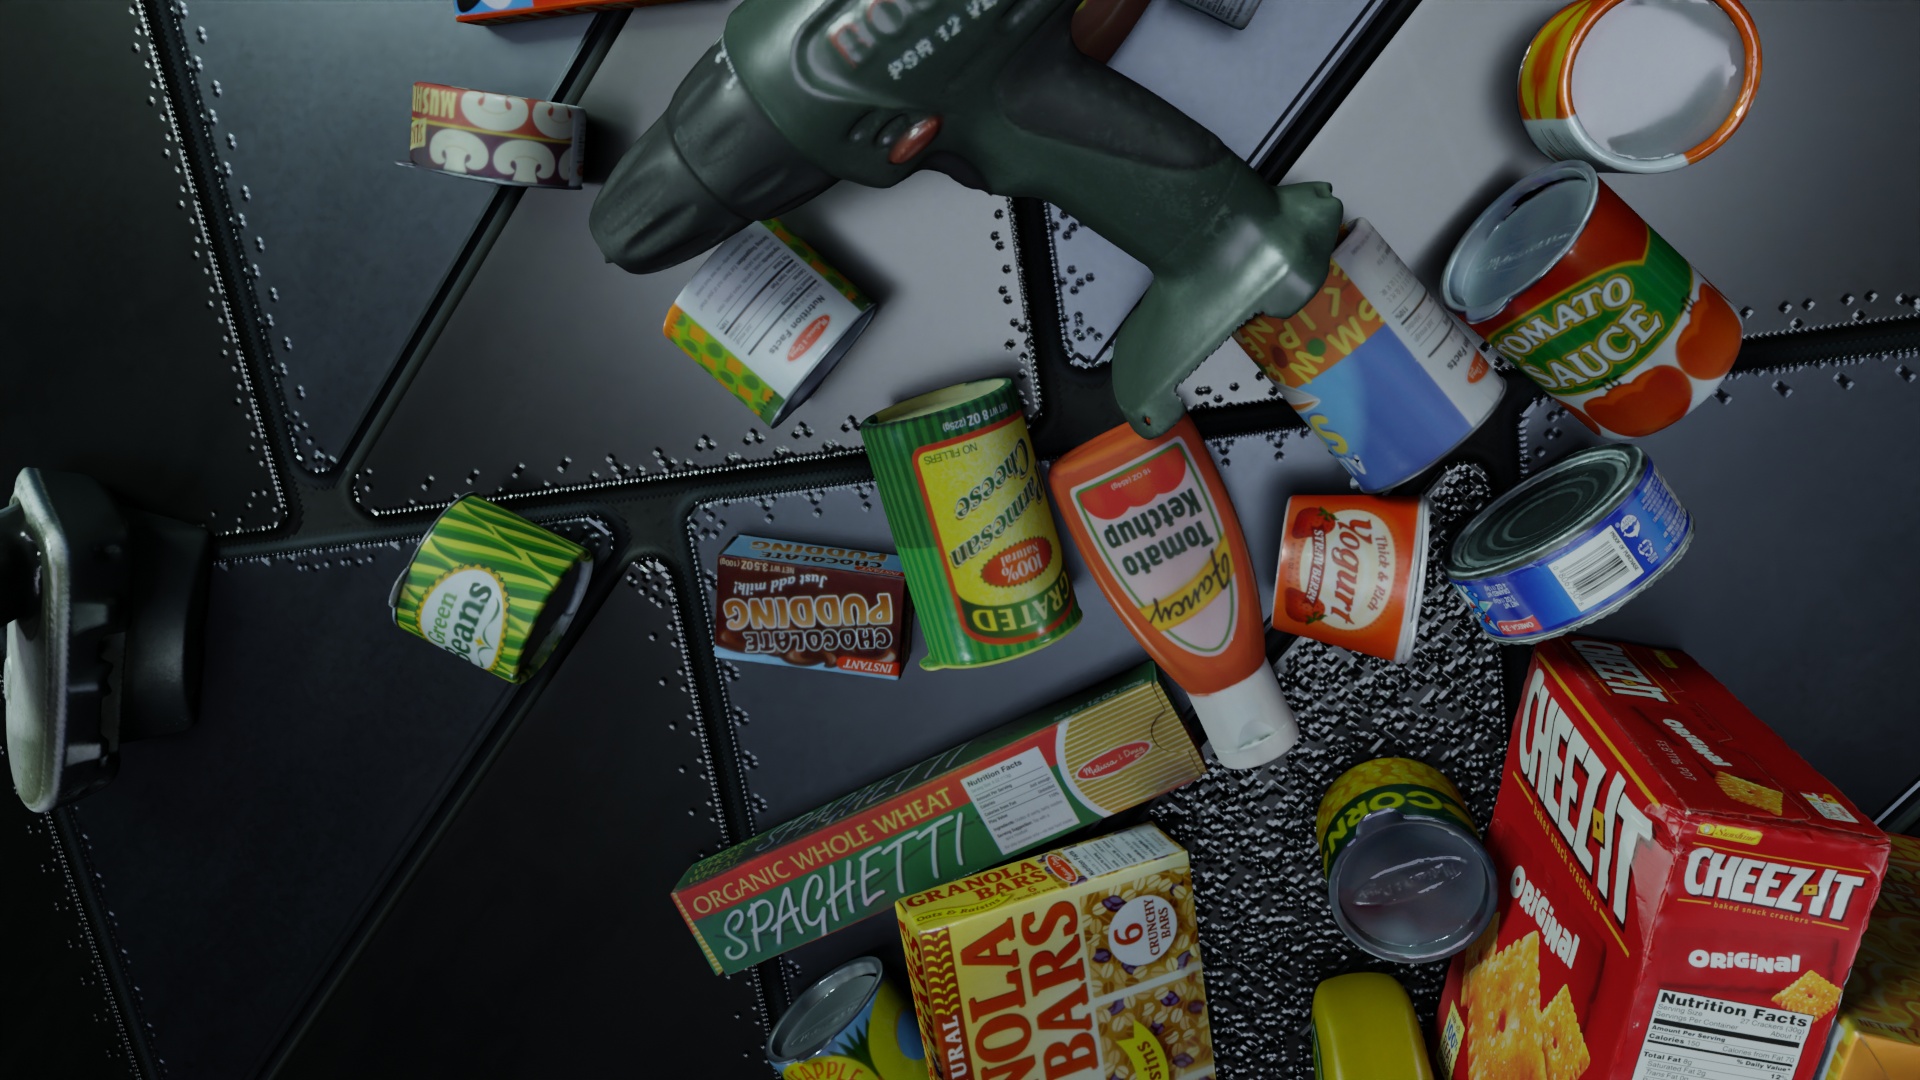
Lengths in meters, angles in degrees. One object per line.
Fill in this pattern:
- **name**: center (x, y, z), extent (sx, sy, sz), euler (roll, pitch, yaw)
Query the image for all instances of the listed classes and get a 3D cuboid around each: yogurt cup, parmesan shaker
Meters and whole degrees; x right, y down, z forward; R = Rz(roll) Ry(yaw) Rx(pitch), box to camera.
- **yogurt cup**: center (0.154, 0.012, 0.553), extent (0.054, 0.072, 0.072), euler (8, 107, 14)
- **parmesan shaker**: center (0.002, -0.007, 0.564), extent (0.071, 0.071, 0.103), euler (-14, 103, 12)

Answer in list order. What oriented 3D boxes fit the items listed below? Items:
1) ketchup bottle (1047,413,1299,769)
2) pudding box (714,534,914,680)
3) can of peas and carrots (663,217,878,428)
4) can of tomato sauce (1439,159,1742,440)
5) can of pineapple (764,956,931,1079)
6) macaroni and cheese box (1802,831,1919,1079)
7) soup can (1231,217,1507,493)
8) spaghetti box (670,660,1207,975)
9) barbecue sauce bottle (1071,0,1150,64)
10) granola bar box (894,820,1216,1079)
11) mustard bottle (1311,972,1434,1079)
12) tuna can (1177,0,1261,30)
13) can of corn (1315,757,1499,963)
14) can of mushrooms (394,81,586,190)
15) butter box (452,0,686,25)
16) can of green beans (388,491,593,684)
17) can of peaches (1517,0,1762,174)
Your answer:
- **ketchup bottle**: center (0.094, 0.023, 0.574), extent (0.065, 0.043, 0.148), euler (-26, 101, 7)
- **pudding box**: center (-0.063, 0.029, 0.604), extent (0.084, 0.030, 0.049), euler (7, 107, 6)
- **can of peas and carrots**: center (-0.076, -0.088, 0.557), extent (0.059, 0.071, 0.070), euler (41, 107, -4)
- **can of tomato sauce**: center (0.228, -0.084, 0.503), extent (0.083, 0.071, 0.071), euler (34, 108, -18)
- **can of pineapple**: center (-0.047, 0.237, 0.639), extent (0.071, 0.071, 0.058), euler (-33, 99, 15)
- **macaroni and cheese box**: center (0.347, 0.158, 0.512), extent (0.124, 0.167, 0.040), euler (11, 107, 5)
- **soup can**: center (0.152, -0.069, 0.530), extent (0.071, 0.071, 0.083), euler (-41, 96, 16)
- **spaghetti box**: center (-0.014, 0.127, 0.625), extent (0.250, 0.029, 0.050), euler (-26, 101, 14)
- **barbecue sauce bottle**: center (0.045, -0.213, 0.515), extent (0.065, 0.044, 0.148), euler (25, 108, 12)
- **granola bar box**: center (0.047, 0.220, 0.613), extent (0.124, 0.039, 0.165), euler (-13, 105, -16)
- **mustard bottle**: center (0.172, 0.240, 0.562), extent (0.049, 0.161, 0.065), euler (-10, 103, 12)
- **tuna can**: center (0.103, -0.221, 0.496), extent (0.033, 0.071, 0.071), euler (26, 107, -1)
- **can of corn**: center (0.184, 0.130, 0.583), extent (0.071, 0.058, 0.071), euler (2, 106, 7)
- **can of mushrooms**: center (-0.184, -0.160, 0.548), extent (0.071, 0.071, 0.033), euler (11, 106, 5)
- **butter box**: center (-0.151, -0.235, 0.546), extent (0.103, 0.024, 0.053), euler (-3, 104, 9)
- **can of green beans**: center (-0.201, 0.021, 0.602), extent (0.058, 0.071, 0.071), euler (27, 107, 0)
- **can of peaches**: center (0.240, -0.166, 0.494), extent (0.071, 0.058, 0.071), euler (2, 106, 8)
